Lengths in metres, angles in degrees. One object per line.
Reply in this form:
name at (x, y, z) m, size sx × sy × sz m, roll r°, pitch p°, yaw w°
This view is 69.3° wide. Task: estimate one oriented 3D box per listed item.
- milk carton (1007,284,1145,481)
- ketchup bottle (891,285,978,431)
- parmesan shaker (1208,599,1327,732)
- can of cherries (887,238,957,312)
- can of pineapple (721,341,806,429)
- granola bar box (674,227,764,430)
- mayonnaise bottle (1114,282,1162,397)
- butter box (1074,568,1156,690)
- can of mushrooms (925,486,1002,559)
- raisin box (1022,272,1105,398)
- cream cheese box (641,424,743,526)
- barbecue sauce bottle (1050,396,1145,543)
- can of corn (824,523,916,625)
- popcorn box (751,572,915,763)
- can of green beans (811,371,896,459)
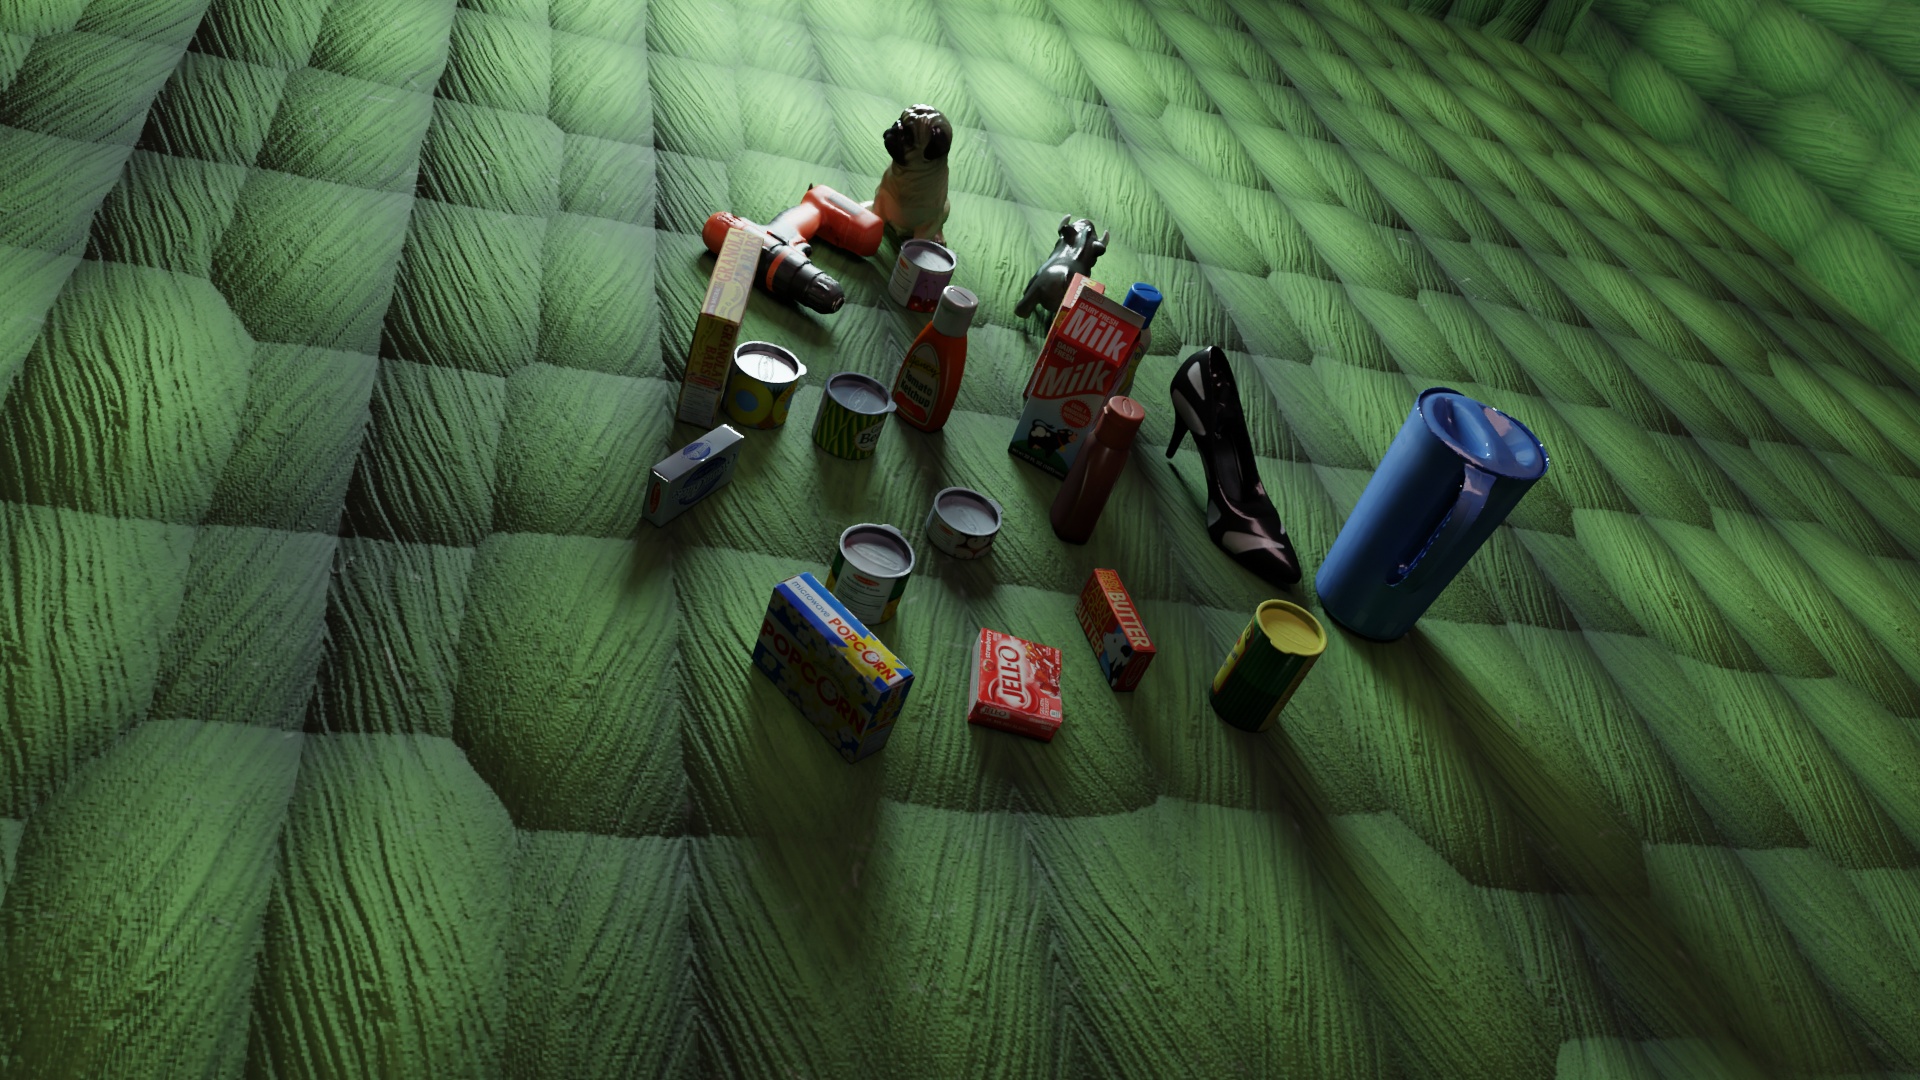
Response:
milk carton at (0.120, -0.162, 1.400) m, size 0.072 × 0.189 × 0.074 m, roll 29°, pitch 38°, yaw 8°
ketchup bottle at (-0.022, -0.183, 1.387) m, size 0.065 × 0.148 × 0.044 m, roll 40°, pitch 40°, yaw 21°
parmesan shaker at (0.267, 0.112, 1.218) m, size 0.071 × 0.102 × 0.072 m, roll 14°, pitch 38°, yaw -12°
can of cherries at (-0.042, -0.303, 1.594) m, size 0.071 × 0.058 × 0.072 m, roll 14°, pitch 38°, yaw -11°
can of pineapple at (-0.190, -0.148, 1.333) m, size 0.071 × 0.057 × 0.071 m, roll 14°, pitch 38°, yaw -11°
granola bar box at (-0.230, -0.204, 1.325) m, size 0.039 × 0.123 × 0.166 m, roll 15°, pitch 38°, yaw -10°
mayonnaise bottle at (0.176, -0.211, 1.522) m, size 0.065 × 0.147 × 0.041 m, roll 1°, pitch 43°, yaw -27°
butter box at (0.136, 0.078, 1.233) m, size 0.024 × 0.052 × 0.104 m, roll 3°, pitch 42°, yaw -25°
can of mushrooms at (0.005, -0.016, 1.294) m, size 0.071 × 0.033 × 0.071 m, roll 14°, pitch 38°, yaw -11°
raisin box at (0.114, -0.218, 1.519) m, size 0.040 × 0.122 × 0.086 m, roll 24°, pitch 37°, yaw 0°
cream cheese box at (-0.233, -0.057, 1.206) m, size 0.024 × 0.053 × 0.104 m, roll 33°, pitch 39°, yaw 12°
barbecue sauce bottle at (0.131, -0.070, 1.330) m, size 0.044 × 0.147 × 0.065 m, roll 14°, pitch 38°, yaw -12°
can of corn at (-0.077, 0.028, 1.180) m, size 0.071 × 0.058 × 0.071 m, roll 14°, pitch 38°, yaw -11°
popcorn box at (-0.100, 0.096, 1.064) m, size 0.127 × 0.084 × 0.038 m, roll 42°, pitch 41°, yaw 23°
can of green beans at (-0.105, -0.120, 1.343) m, size 0.071 × 0.057 × 0.071 m, roll 14°, pitch 38°, yaw -11°
